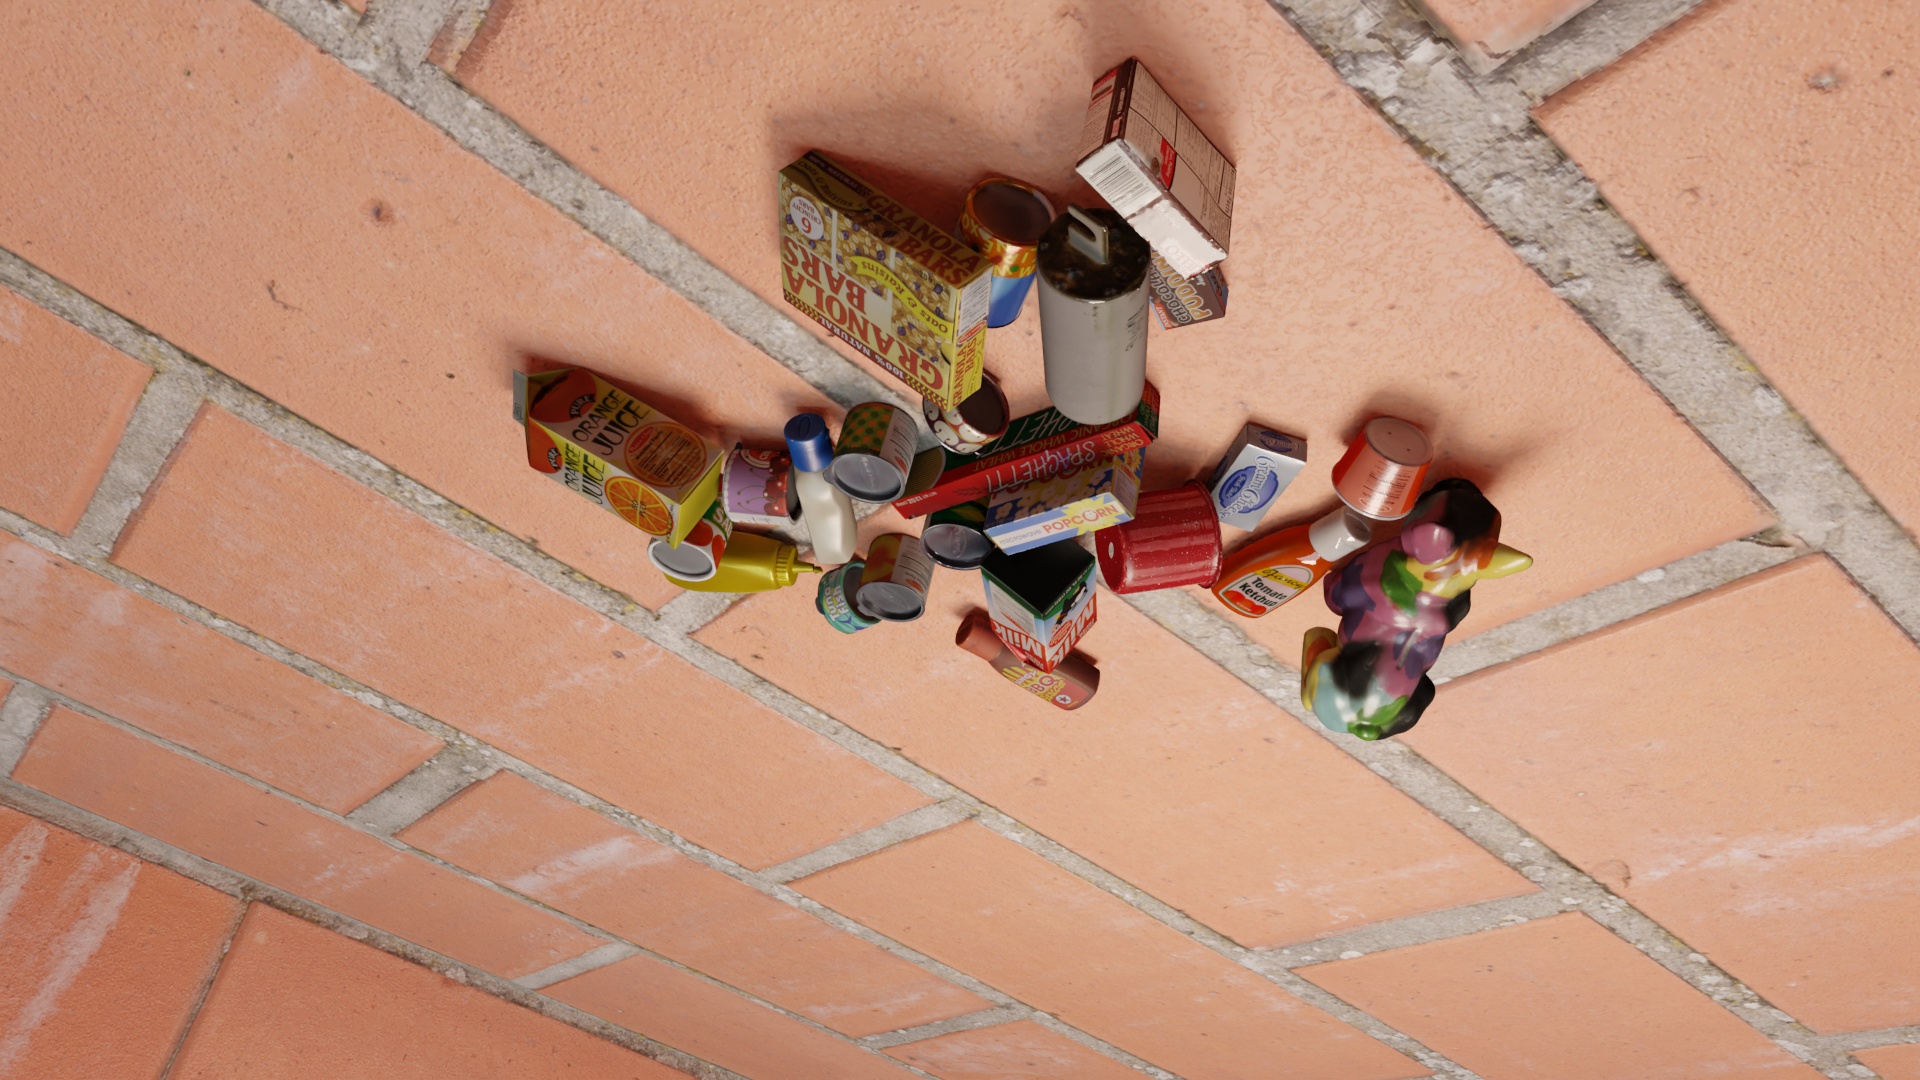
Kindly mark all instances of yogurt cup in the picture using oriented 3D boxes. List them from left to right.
[{"bbox_3d":[0.326,-0.057,1.065,0.072,0.073,0.053,14,136,-1],"label":"yogurt cup"}]

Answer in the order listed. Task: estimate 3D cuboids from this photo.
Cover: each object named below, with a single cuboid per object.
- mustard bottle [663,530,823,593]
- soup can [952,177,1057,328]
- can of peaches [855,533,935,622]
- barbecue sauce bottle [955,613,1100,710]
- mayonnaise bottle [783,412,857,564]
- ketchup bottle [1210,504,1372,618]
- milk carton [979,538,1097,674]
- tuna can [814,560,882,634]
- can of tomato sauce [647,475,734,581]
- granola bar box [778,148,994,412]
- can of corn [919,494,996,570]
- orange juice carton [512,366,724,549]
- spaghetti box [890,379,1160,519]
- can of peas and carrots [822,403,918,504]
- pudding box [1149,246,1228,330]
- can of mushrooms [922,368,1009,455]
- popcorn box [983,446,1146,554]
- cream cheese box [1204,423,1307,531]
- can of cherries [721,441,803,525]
[{"bbox_3d":[-0.209,0.022,1.346,0.160,0.049,0.065,5,143,10],"label":"mustard bottle"},{"bbox_3d":[0.022,-0.199,0.964,0.071,0.072,0.083,18,143,-6],"label":"soup can"},{"bbox_3d":[-0.062,0.036,1.312,0.071,0.058,0.071,8,144,6],"label":"can of peaches"},{"bbox_3d":[0.065,0.121,1.398,0.148,0.044,0.064,29,142,-20],"label":"barbecue sauce bottle"},{"bbox_3d":[-0.122,-0.047,1.219,0.041,0.065,0.147,-3,138,7],"label":"mayonnaise bottle"},{"bbox_3d":[0.285,0.016,1.192,0.064,0.044,0.148,29,140,-21],"label":"ketchup bottle"},{"bbox_3d":[0.073,0.057,1.249,0.073,0.072,0.189,38,163,20],"label":"milk carton"},{"bbox_3d":[-0.105,0.055,1.341,0.032,0.071,0.071,-23,130,37],"label":"tuna can"},{"bbox_3d":[-0.243,-0.014,1.280,0.071,0.083,0.070,9,144,7],"label":"can of tomato sauce"},{"bbox_3d":[-0.056,-0.180,0.974,0.166,0.039,0.123,36,149,20],"label":"granola bar box"},{"bbox_3d":[0.004,-0.015,1.223,0.071,0.058,0.070,8,143,6],"label":"can of corn"},{"bbox_3d":[-0.305,-0.081,1.198,0.193,0.073,0.071,29,144,5],"label":"orange juice carton"},{"bbox_3d":[0.049,-0.073,1.140,0.249,0.050,0.028,-17,135,34],"label":"spaghetti box"},{"bbox_3d":[-0.075,-0.073,1.170,0.071,0.059,0.070,9,143,7],"label":"can of peas and carrots"},{"bbox_3d":[0.151,-0.189,0.970,0.049,0.030,0.083,-8,139,27],"label":"pudding box"},{"bbox_3d":[0.007,-0.103,1.098,0.071,0.071,0.033,34,137,-26],"label":"can of mushrooms"},{"bbox_3d":[0.085,-0.044,1.137,0.126,0.085,0.038,-16,133,34],"label":"popcorn box"},{"bbox_3d":[0.237,-0.050,1.134,0.053,0.024,0.103,16,144,-7],"label":"cream cheese box"},{"bbox_3d":[-0.172,-0.050,1.227,0.058,0.072,0.071,4,143,11],"label":"can of cherries"}]
